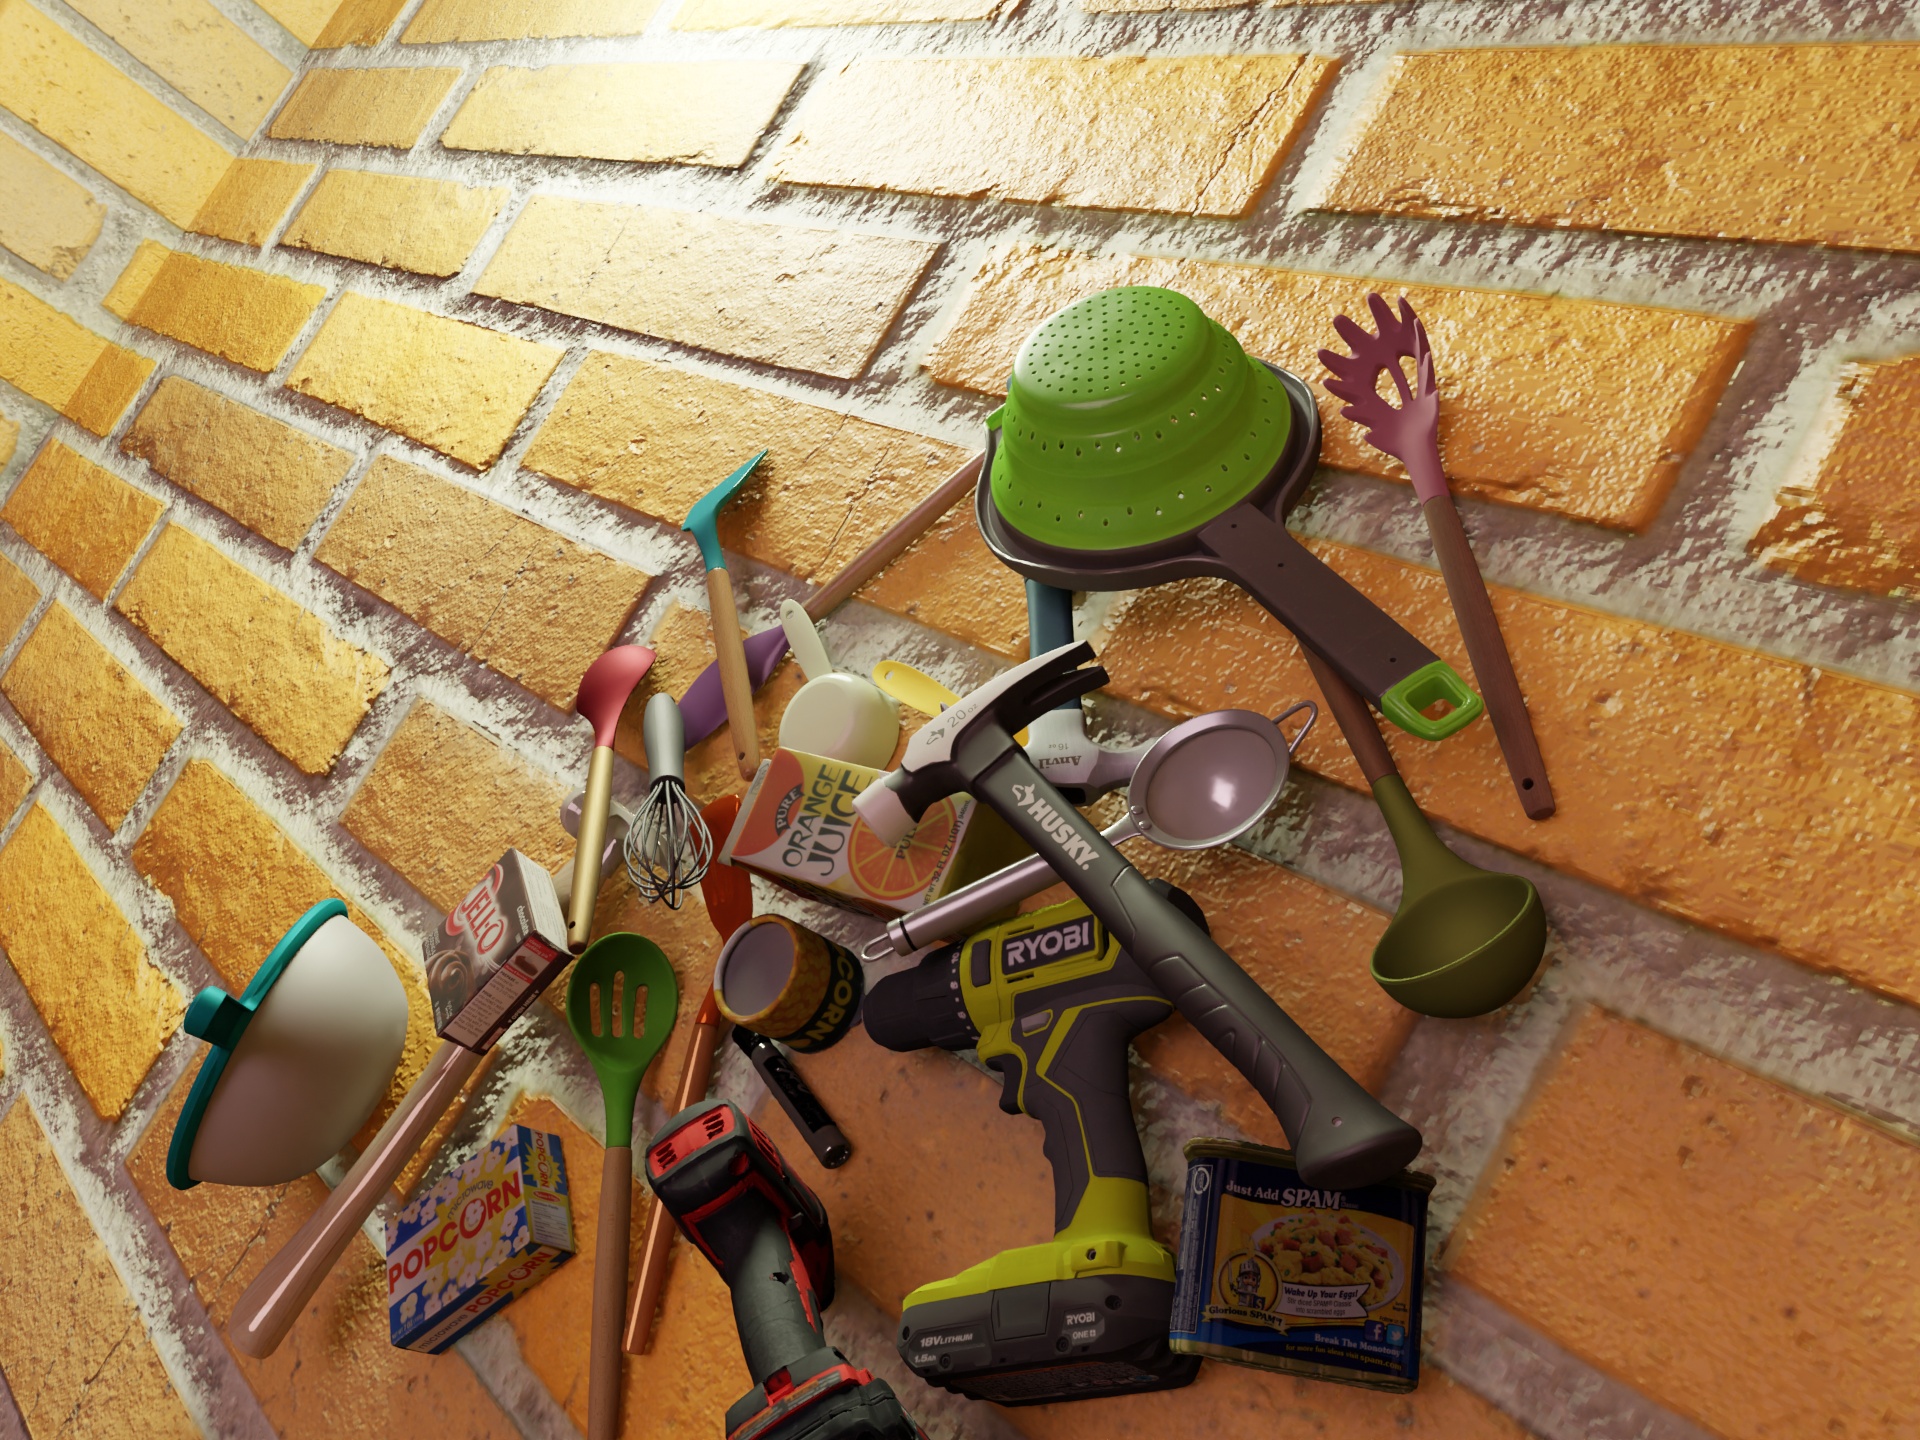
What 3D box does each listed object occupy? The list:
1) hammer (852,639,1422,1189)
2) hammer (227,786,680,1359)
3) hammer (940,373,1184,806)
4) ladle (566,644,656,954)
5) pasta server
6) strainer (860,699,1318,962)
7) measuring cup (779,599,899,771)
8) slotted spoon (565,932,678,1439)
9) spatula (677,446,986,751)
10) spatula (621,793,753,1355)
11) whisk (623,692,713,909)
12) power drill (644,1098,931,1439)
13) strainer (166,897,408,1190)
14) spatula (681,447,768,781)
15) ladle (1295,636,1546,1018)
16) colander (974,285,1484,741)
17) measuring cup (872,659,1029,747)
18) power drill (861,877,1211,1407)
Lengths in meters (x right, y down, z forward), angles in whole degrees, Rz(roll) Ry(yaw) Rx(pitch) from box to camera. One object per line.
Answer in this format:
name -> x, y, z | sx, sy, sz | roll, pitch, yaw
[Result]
hammer -> 0.083, 0.082, 0.719 | 0.146, 0.035, 0.335 | -40, 44, -4
hammer -> -0.330, 0.231, 1.030 | 0.411, 0.038, 0.146 | -56, 34, -9
hammer -> 0.053, -0.091, 0.937 | 0.128, 0.033, 0.331 | -6, 52, 6
ladle -> -0.242, 0.040, 1.065 | 0.069, 0.031, 0.316 | -29, 35, 15
pasta server -> 0.242, -0.091, 0.797 | 0.060, 0.040, 0.317 | -31, 49, 32
strainer -> 0.066, 0.064, 0.796 | 0.258, 0.050, 0.087 | -26, 39, 5
measuring cup -> -0.096, -0.026, 1.023 | 0.083, 0.038, 0.168 | -39, 53, 15
slotted spoon -> -0.204, 0.277, 0.932 | 0.031, 0.070, 0.314 | 131, 142, -53
spatula -> -0.086, -0.088, 1.079 | 0.316, 0.018, 0.060 | -39, 44, 15
spatula -> -0.165, 0.203, 0.945 | 0.081, 0.041, 0.323 | -29, 46, 54
whisk -> -0.191, 0.042, 1.021 | 0.055, 0.055, 0.239 | -41, 29, 12
power drill -> -0.072, 0.286, 0.729 | 0.078, 0.143, 0.220 | -31, 34, -6
strainer -> -0.424, 0.218, 1.029 | 0.211, 0.095, 0.340 | -66, 7, -20
spatula -> -0.158, -0.079, 1.114 | 0.082, 0.044, 0.318 | -33, 48, 21
ladle -> 0.191, 0.005, 0.767 | 0.078, 0.062, 0.321 | -31, 45, 18
colander -> 0.128, -0.130, 0.831 | 0.204, 0.094, 0.398 | -32, 44, -6
measuring cup -> -0.002, -0.003, 0.952 | 0.157, 0.029, 0.062 | 30, 85, 48
power drill -> 0.030, 0.199, 0.764 | 0.190, 0.080, 0.229 | -20, 50, 28
